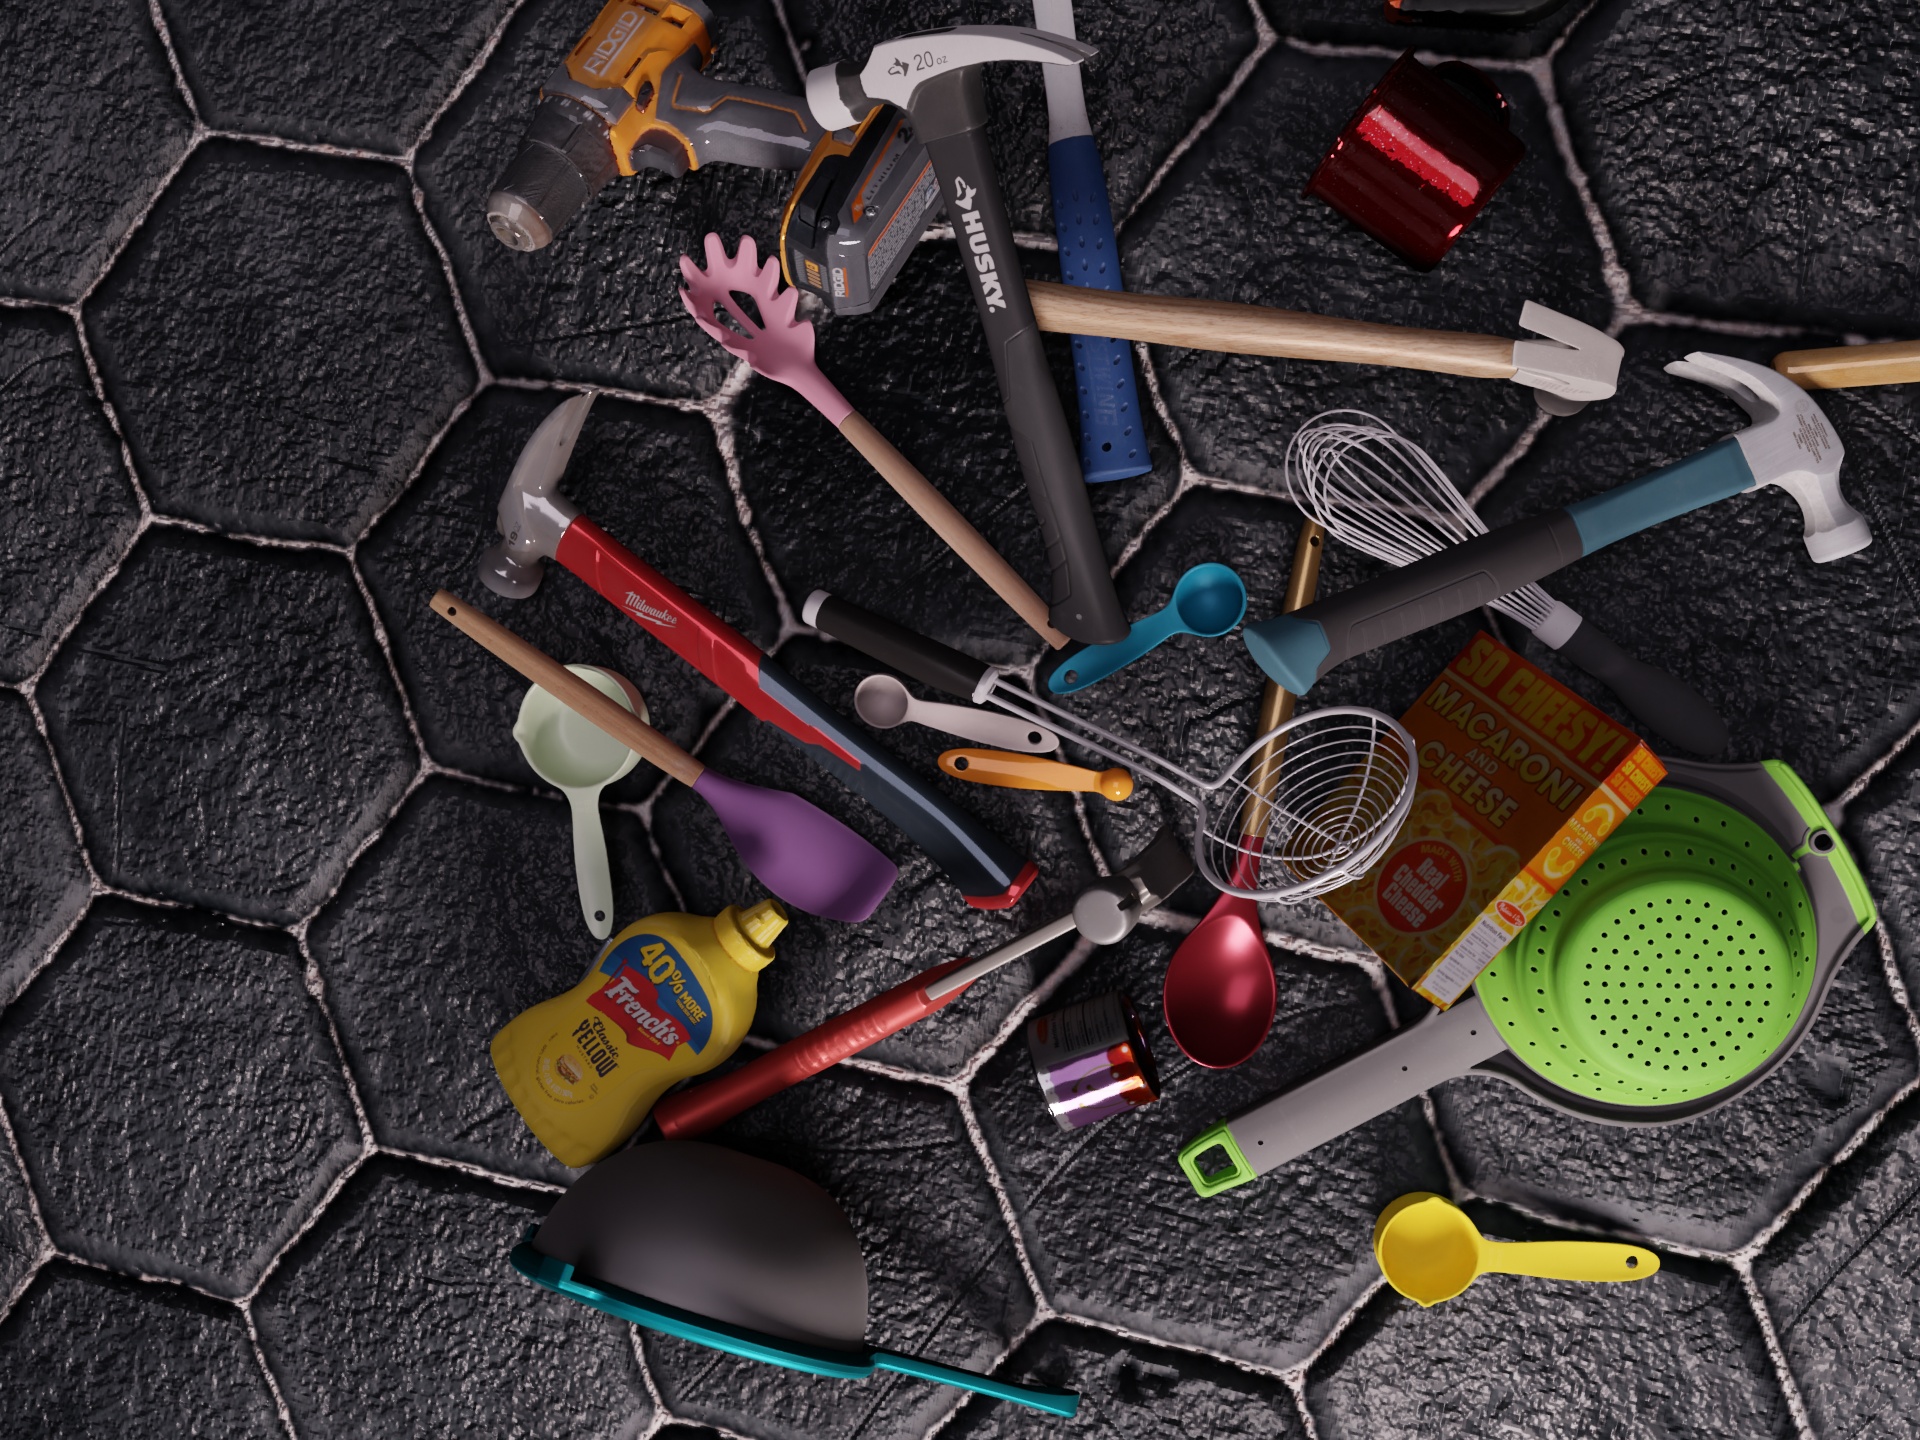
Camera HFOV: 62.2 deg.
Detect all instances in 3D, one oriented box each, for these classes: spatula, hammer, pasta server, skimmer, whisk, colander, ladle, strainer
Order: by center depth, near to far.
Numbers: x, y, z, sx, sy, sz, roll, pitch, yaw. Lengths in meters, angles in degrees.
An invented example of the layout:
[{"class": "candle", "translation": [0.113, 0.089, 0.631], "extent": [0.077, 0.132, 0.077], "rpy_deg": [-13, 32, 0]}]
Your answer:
[{"class": "whisk", "translation": [0.549, -0.186, 0.812], "extent": [0.245, 0.051, 0.047], "rpy_deg": [-2, 97, 14]}, {"class": "hammer", "translation": [0.302, -0.090, 0.820], "extent": [0.331, 0.033, 0.128], "rpy_deg": [-22, 90, -7]}, {"class": "hammer", "translation": [0.174, -0.203, 0.836], "extent": [0.331, 0.130, 0.031], "rpy_deg": [9, 94, 10]}, {"class": "hammer", "translation": [0.036, -0.191, 0.837], "extent": [0.146, 0.035, 0.334], "rpy_deg": [-4, 118, 30]}, {"class": "colander", "translation": [0.291, 0.166, 0.842], "extent": [0.397, 0.094, 0.204], "rpy_deg": [-31, 91, 12]}, {"class": "whisk", "translation": [0.296, -0.070, 0.861], "extent": [0.284, 0.070, 0.070], "rpy_deg": [38, 98, 3]}, {"class": "skimmer", "translation": [0.066, -0.010, 0.869], "extent": [0.363, 0.090, 0.127], "rpy_deg": [25, 64, 18]}, {"class": "ladle", "translation": [0.169, 0.039, 0.900], "extent": [0.069, 0.031, 0.315], "rpy_deg": [11, 92, -13]}, {"class": "hammer", "translation": [0.067, -0.341, 0.902], "extent": [0.144, 0.035, 0.405], "rpy_deg": [-8, 91, 11]}, {"class": "strainer", "translation": [-0.078, 0.313, 0.910], "extent": [0.340, 0.211, 0.095], "rpy_deg": [20, 73, -12]}, {"class": "hammer", "translation": [-0.033, 0.163, 0.916], "extent": [0.359, 0.149, 0.037], "rpy_deg": [-31, 86, 22]}, {"class": "hammer", "translation": [-0.108, -0.030, 0.928], "extent": [0.386, 0.038, 0.143], "rpy_deg": [37, 122, 5]}, {"class": "pasta server", "translation": [-0.047, -0.160, 0.930], "extent": [0.060, 0.040, 0.316], "rpy_deg": [-43, 85, -12]}, {"class": "spatula", "translation": [-0.177, 0.021, 0.938], "extent": [0.316, 0.018, 0.060], "rpy_deg": [36, 98, -7]}]

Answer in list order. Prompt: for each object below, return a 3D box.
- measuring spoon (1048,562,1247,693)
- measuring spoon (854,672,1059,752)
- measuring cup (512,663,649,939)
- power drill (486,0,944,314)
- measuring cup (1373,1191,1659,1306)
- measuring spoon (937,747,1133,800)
[{"class": "measuring spoon", "translation": [0.108, -0.048, 0.918], "extent": [0.128, 0.021, 0.042], "rpy_deg": [-29, 78, 20]}, {"class": "measuring spoon", "translation": [-0.001, -0.003, 0.941], "extent": [0.124, 0.018, 0.034], "rpy_deg": [14, 114, 4]}, {"class": "measuring cup", "translation": [-0.222, 0.048, 0.973], "extent": [0.083, 0.038, 0.167], "rpy_deg": [-5, 93, 11]}, {"class": "power drill", "translation": [-0.139, -0.311, 0.897], "extent": [0.226, 0.084, 0.185], "rpy_deg": [27, 72, 10]}, {"class": "measuring cup", "translation": [0.308, 0.295, 0.889], "extent": [0.156, 0.029, 0.062], "rpy_deg": [4, 93, -1]}, {"class": "measuring spoon", "translation": [0.043, 0.031, 0.932], "extent": [0.117, 0.011, 0.021], "rpy_deg": [7, 93, 11]}]
